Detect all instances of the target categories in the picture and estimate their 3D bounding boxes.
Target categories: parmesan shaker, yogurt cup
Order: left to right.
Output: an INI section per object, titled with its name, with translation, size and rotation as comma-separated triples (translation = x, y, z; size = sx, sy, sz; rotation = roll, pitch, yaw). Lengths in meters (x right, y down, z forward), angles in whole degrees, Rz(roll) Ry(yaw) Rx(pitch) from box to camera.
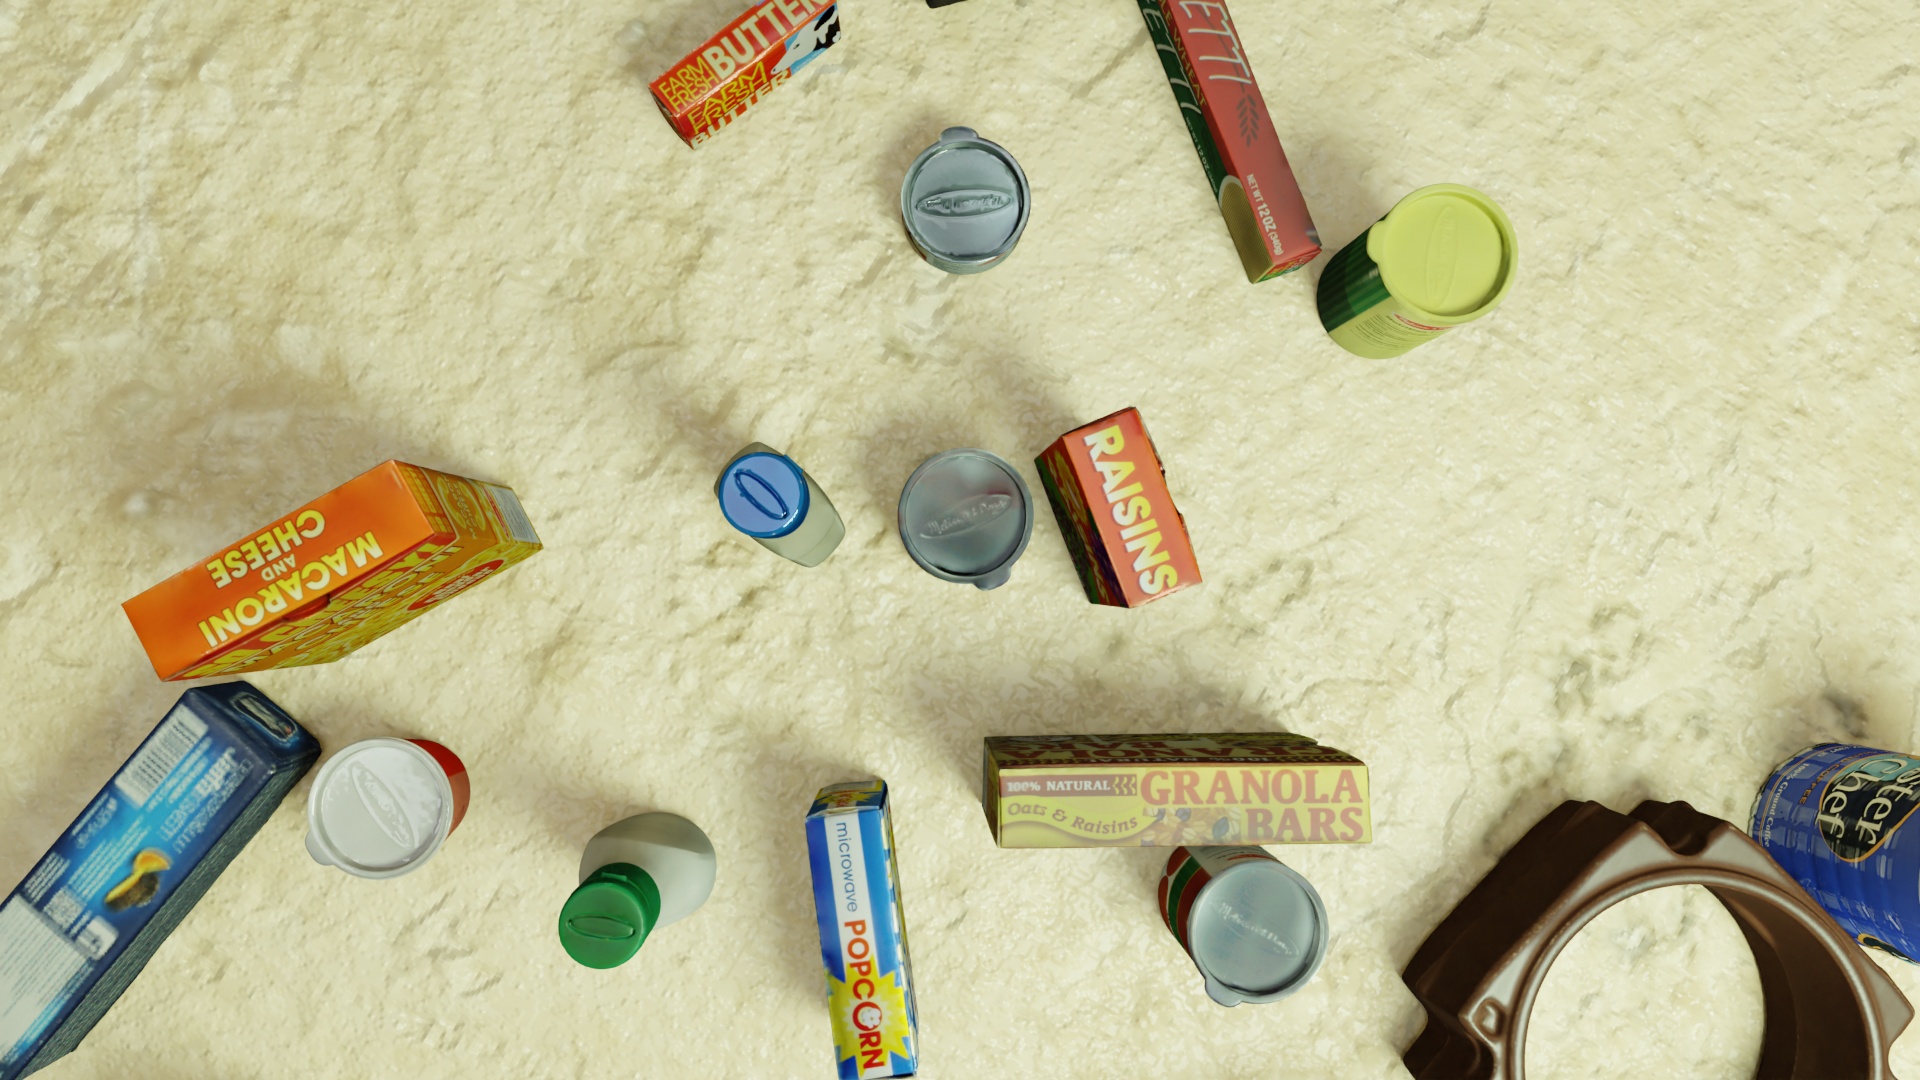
[yogurt cup]
translation = -0.277, 0.128, 0.684
size = 0.072, 0.054, 0.072
rotation = 0, 88, -2
[parmesan shaker]
translation = 0.220, -0.132, 0.691
size = 0.071, 0.103, 0.071
rotation = 0, 88, -2

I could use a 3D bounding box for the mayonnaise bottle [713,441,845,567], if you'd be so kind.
[mayonnaise bottle]
translation = -0.087, -0.017, 0.651
size = 0.065, 0.148, 0.041
rotation = 43, 87, 0

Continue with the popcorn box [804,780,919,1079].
[popcorn box]
translation = -0.047, 0.186, 0.675
size = 0.038, 0.085, 0.126
rotation = -8, 88, -2

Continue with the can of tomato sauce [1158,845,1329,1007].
[can of tomato sauce]
translation = 0.136, 0.185, 0.684
size = 0.071, 0.083, 0.071
rotation = 0, 88, -2

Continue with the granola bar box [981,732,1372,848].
[granola bar box]
translation = 0.095, 0.116, 0.665
size = 0.166, 0.124, 0.039
rotation = 0, 88, -2

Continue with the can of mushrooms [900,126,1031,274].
[can of mushrooms]
translation = 0.002, -0.175, 0.718
size = 0.071, 0.033, 0.071
rotation = 0, 88, -2

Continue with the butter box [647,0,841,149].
[butter box]
translation = -0.108, -0.244, 0.707
size = 0.103, 0.053, 0.024
rotation = -38, 90, -3

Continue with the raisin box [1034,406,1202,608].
[raisin box]
translation = 0.074, -0.013, 0.670
size = 0.040, 0.123, 0.086
rotation = -21, 89, -3

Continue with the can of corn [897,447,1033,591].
[can of corn]
translation = 0.002, -0.009, 0.699
size = 0.071, 0.058, 0.071
rotation = 0, 88, -2

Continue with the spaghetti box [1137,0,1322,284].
[spaghetti box]
translation = 0.123, -0.255, 0.719
size = 0.029, 0.050, 0.250
rotation = -21, 89, -3

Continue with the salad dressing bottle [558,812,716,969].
[salad dressing bottle]
translation = -0.150, 0.159, 0.641
size = 0.064, 0.147, 0.044
rotation = 9, 88, -2

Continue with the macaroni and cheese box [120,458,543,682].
[macaroni and cheese box]
translation = -0.273, 0.015, 0.632
size = 0.124, 0.166, 0.040
rotation = -29, 90, -3
